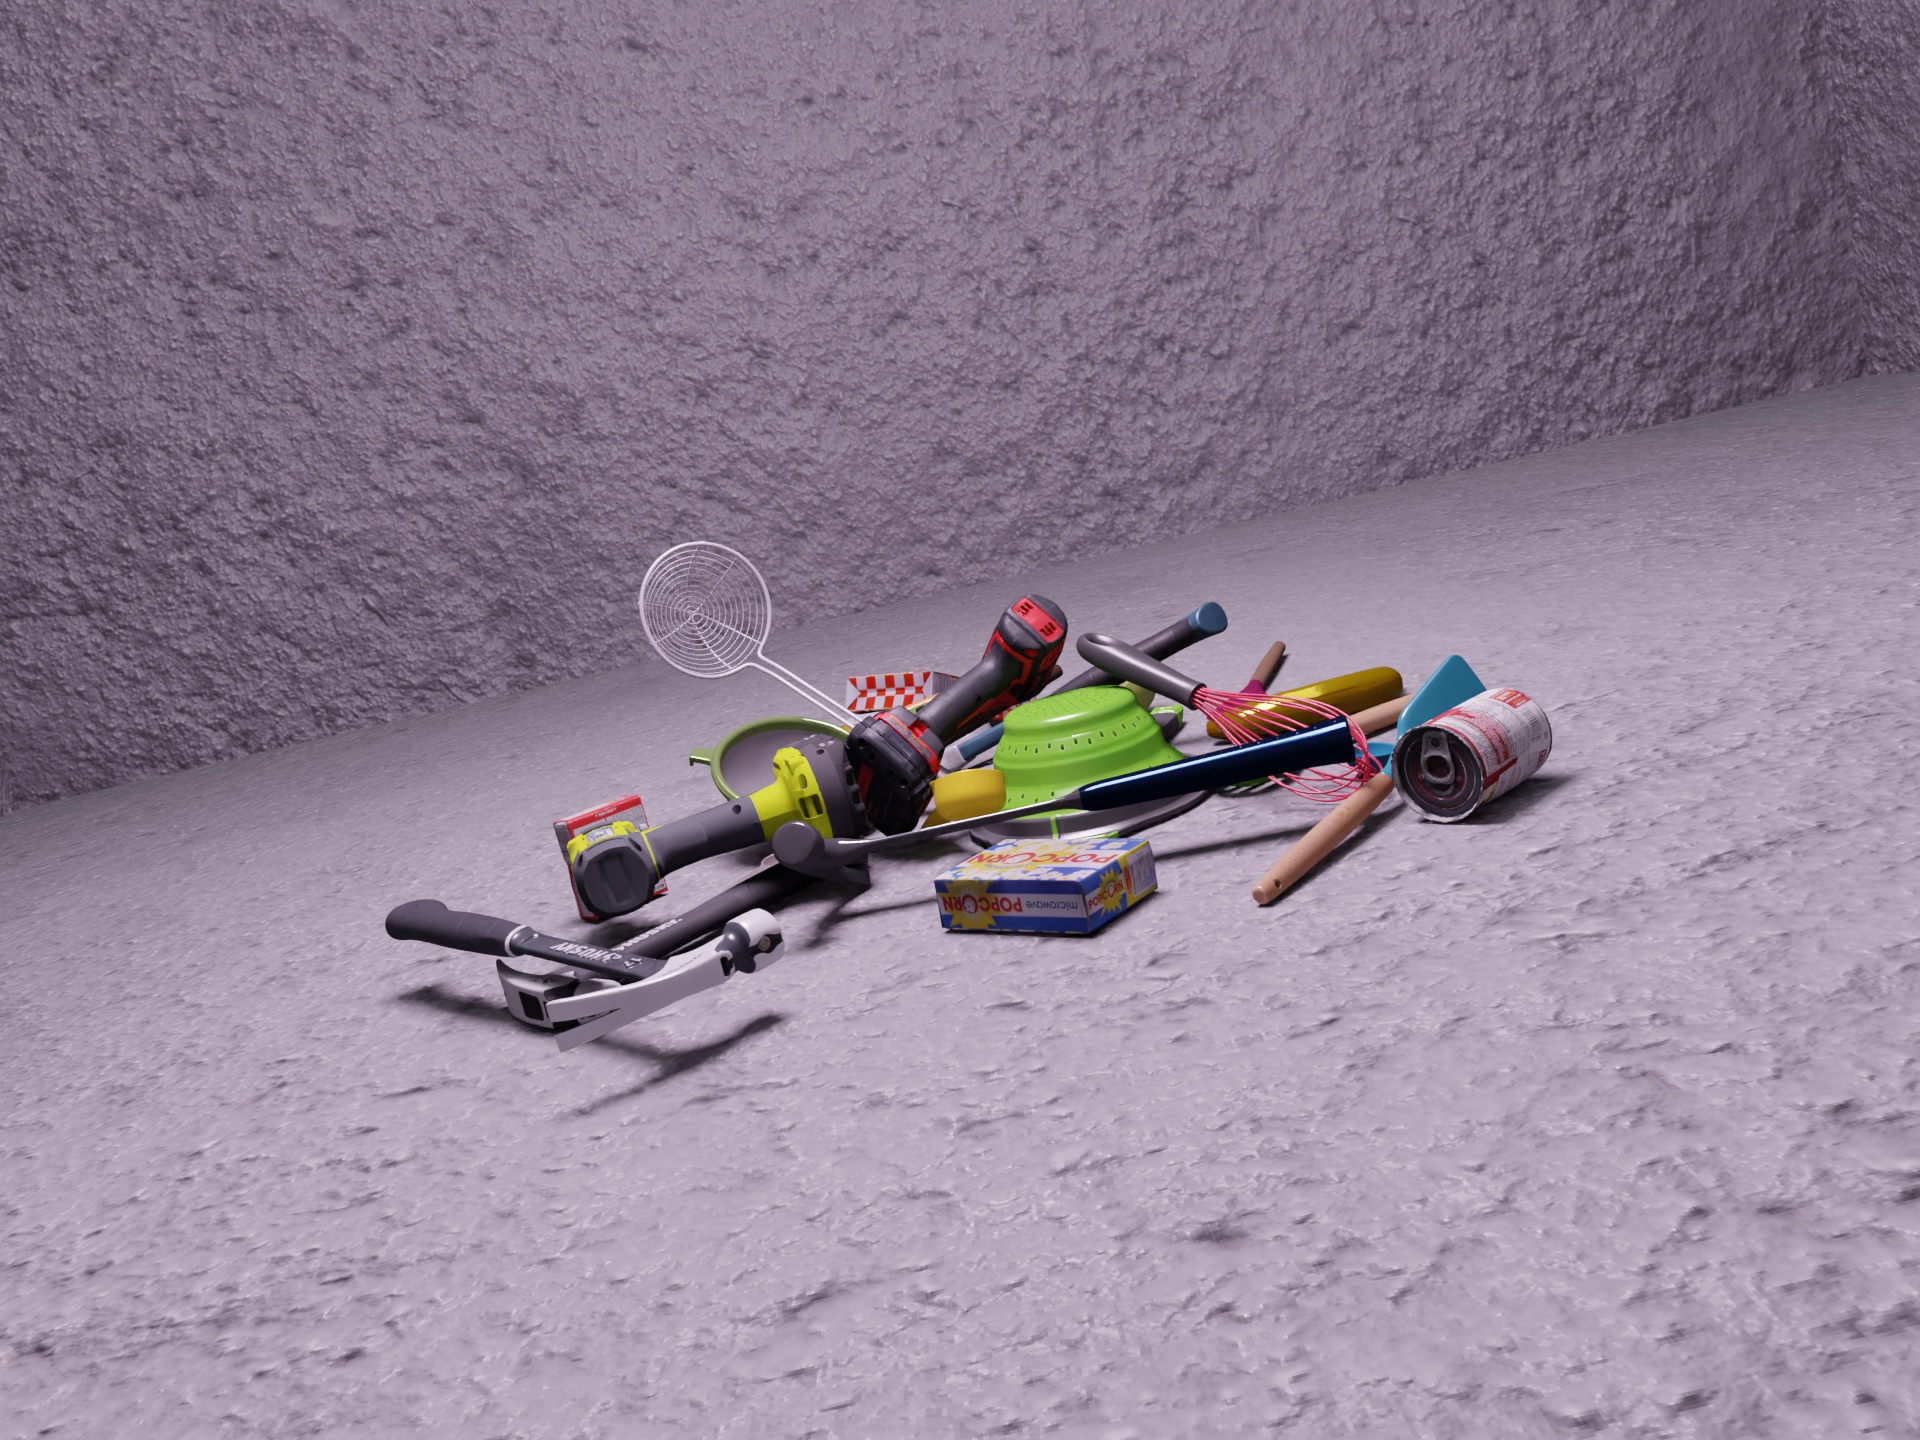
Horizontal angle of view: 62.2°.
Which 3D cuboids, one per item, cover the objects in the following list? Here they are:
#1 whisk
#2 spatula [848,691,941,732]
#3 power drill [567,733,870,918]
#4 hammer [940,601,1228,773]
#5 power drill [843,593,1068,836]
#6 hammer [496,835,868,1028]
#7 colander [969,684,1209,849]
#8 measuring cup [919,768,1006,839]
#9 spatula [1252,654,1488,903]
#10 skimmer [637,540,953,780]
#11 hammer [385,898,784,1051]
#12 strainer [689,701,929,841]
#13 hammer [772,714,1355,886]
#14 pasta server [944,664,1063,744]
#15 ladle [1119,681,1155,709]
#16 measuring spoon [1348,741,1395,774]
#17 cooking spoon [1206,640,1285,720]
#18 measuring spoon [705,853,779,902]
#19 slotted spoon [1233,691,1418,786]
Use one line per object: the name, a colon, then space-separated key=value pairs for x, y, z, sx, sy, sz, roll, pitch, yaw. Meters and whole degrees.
whisk: x=0.199 y=-0.011 z=1.234 sx=0.073 sy=0.073 sz=0.296 roll=-21 pitch=36 yaw=-38
spatula: x=-0.103 y=0.026 z=1.554 sx=0.322 sy=0.041 sz=0.081 roll=-22 pitch=-3 yaw=-2
power drill: x=-0.196 y=0.083 z=1.253 sx=0.223 sy=0.080 sz=0.171 roll=-19 pitch=8 yaw=-14
hammer: x=0.097 y=-0.021 z=1.473 sx=0.331 sy=0.033 sz=0.128 roll=-29 pitch=-3 yaw=24
power drill: x=-0.002 y=-0.004 z=1.347 sx=0.220 sy=0.078 sz=0.143 roll=-42 pitch=-12 yaw=-26
hammer: x=-0.192 y=0.147 z=1.197 sx=0.146 sy=0.035 sz=0.335 roll=-3 pitch=14 yaw=41
colander: x=0.126 y=0.008 z=1.376 sx=0.204 sy=0.094 sz=0.397 roll=-9 pitch=11 yaw=23
measuring cup: x=-0.006 y=0.078 z=1.263 sx=0.062 sy=0.029 sz=0.156 roll=-2 pitch=-23 yaw=-18
spatula: x=0.286 y=0.047 z=1.088 sx=0.317 sy=0.082 sz=0.044 roll=-31 pitch=-2 yaw=-45
skimmer: x=-0.133 y=-0.035 z=1.430 sx=0.363 sy=0.090 sz=0.127 roll=33 pitch=66 yaw=20
hammer: x=-0.297 y=0.156 z=1.087 sx=0.149 sy=0.036 sz=0.409 roll=-23 pitch=15 yaw=-40
strainer: x=-0.114 y=0.048 z=1.466 sx=0.152 sy=0.069 sz=0.256 roll=35 pitch=41 yaw=32
hammer: x=0.077 y=0.059 z=1.143 sx=0.405 sy=0.035 sz=0.144 roll=-13 pitch=-15 yaw=9
pasta server: x=-0.030 y=0.014 z=1.564 sx=0.316 sy=0.040 sz=0.060 roll=-29 pitch=-3 yaw=-22
ladle: x=0.051 y=0.005 z=1.603 sx=0.320 sy=0.062 sz=0.078 roll=-18 pitch=-3 yaw=-9
measuring spoon: x=0.356 y=0.030 z=1.204 sx=0.128 sy=0.021 sz=0.042 roll=-1 pitch=13 yaw=14
cooking spoon: x=0.306 y=-0.042 z=1.630 sx=0.069 sy=0.017 sz=0.319 roll=-8 pitch=12 yaw=21
measuring spoon: x=-0.174 y=0.138 z=1.294 sx=0.034 sy=0.018 sz=0.124 roll=-4 pitch=21 yaw=41
slotted spoon: x=0.325 y=0.007 z=1.326 sx=0.313 sy=0.031 sz=0.070 roll=-17 pitch=12 yaw=-30
